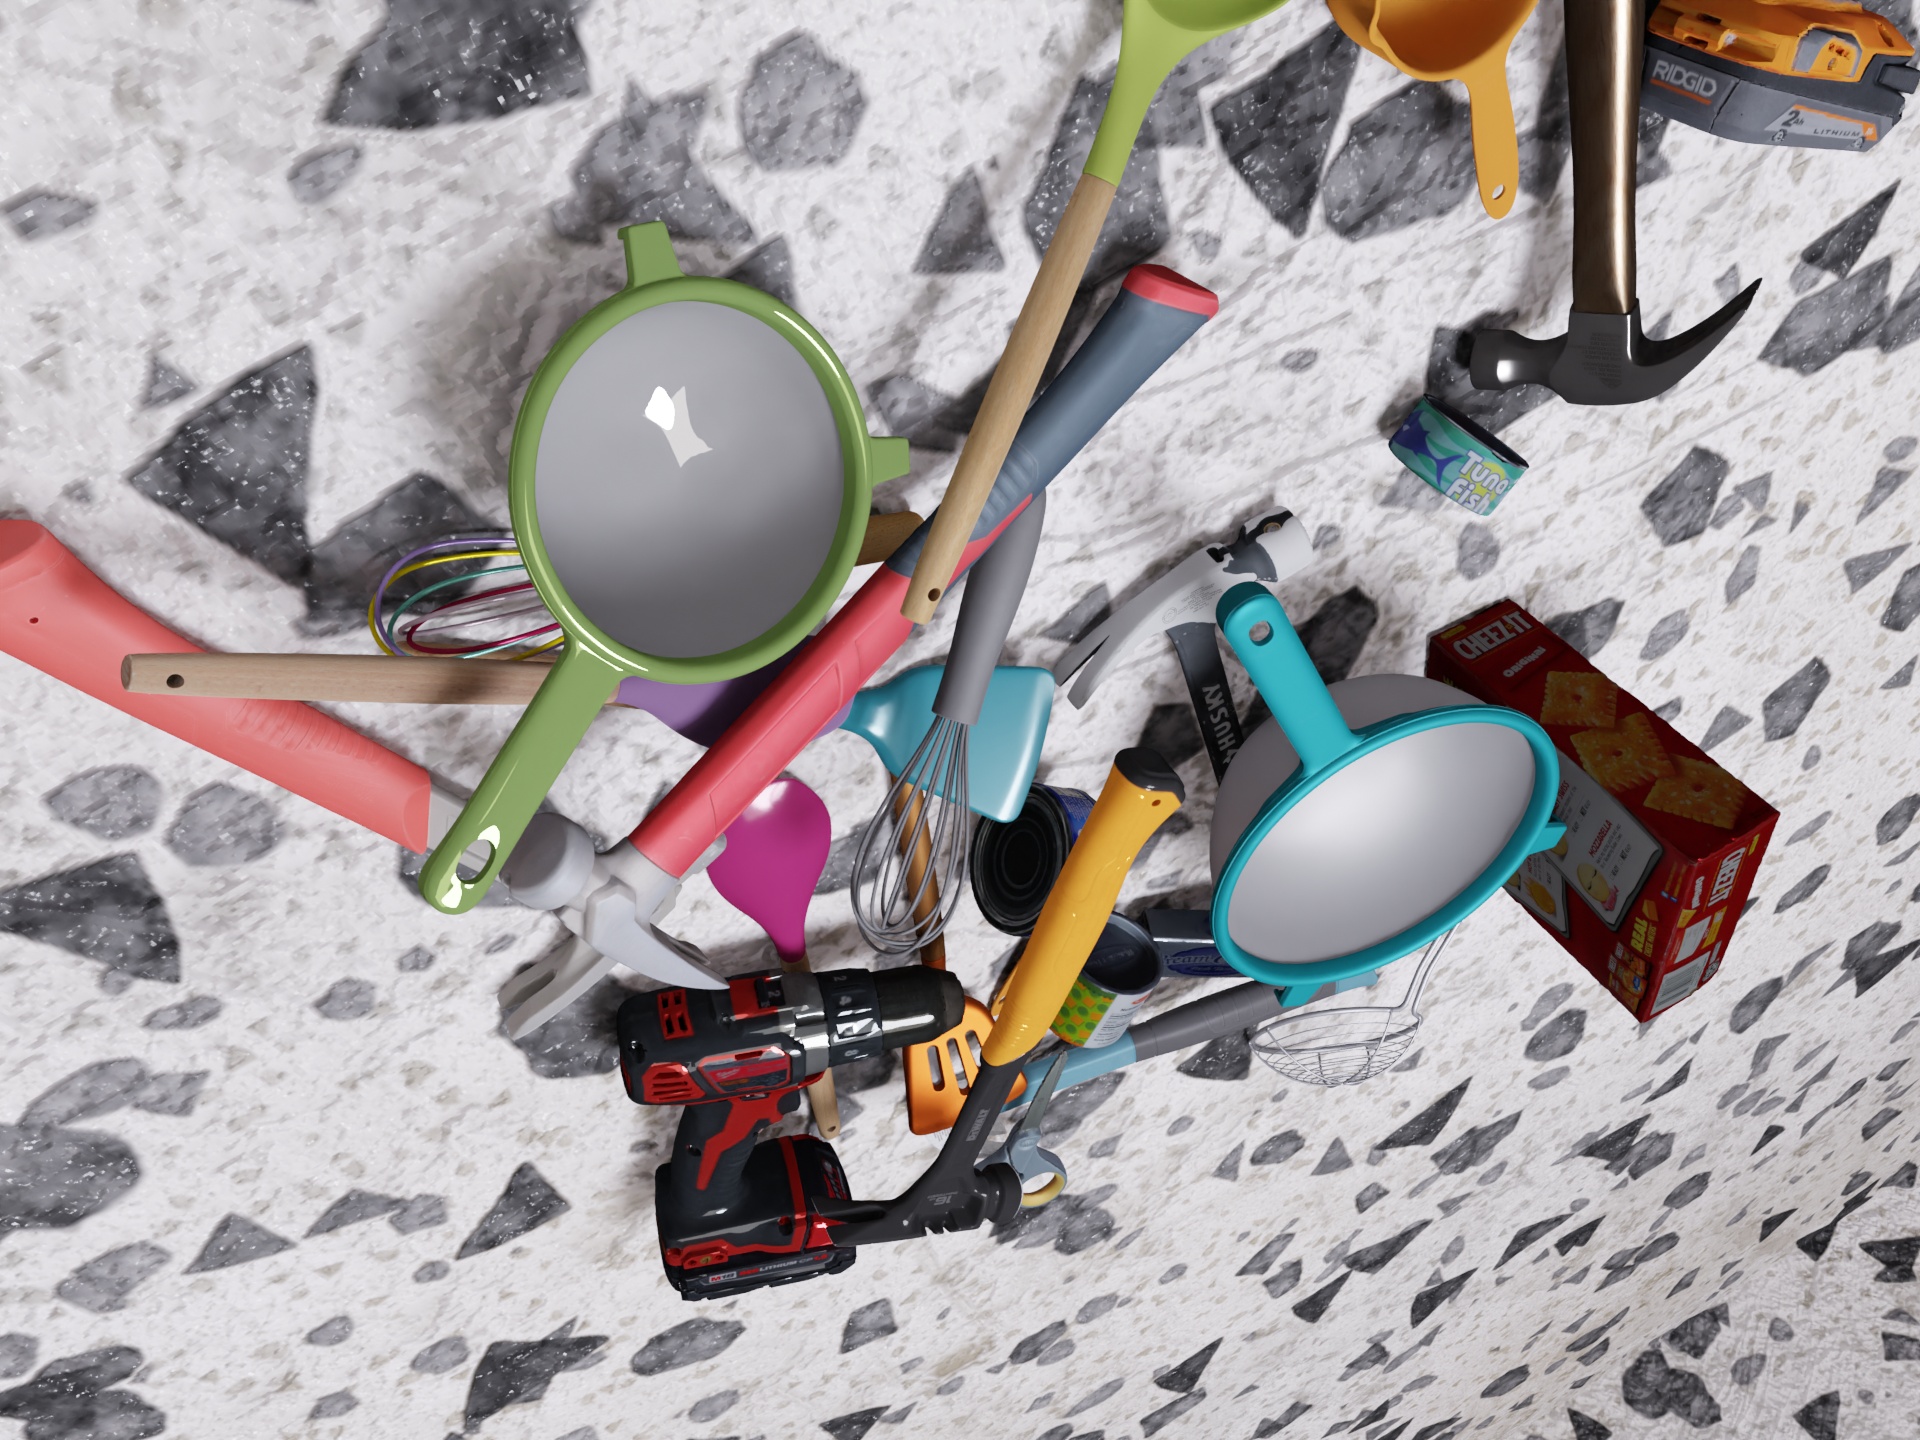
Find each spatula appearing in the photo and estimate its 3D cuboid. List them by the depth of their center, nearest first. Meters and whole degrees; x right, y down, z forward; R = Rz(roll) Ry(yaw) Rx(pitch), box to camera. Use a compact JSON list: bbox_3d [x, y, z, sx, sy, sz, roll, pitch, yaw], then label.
[{"bbox_3d":[-0.162,-0.013,0.634,0.315,0.018,0.059,1,114,-44],"label":"spatula"},{"bbox_3d":[-0.098,-0.008,0.733,0.317,0.044,0.082,7,103,-35],"label":"spatula"},{"bbox_3d":[-0.014,0.123,0.909,0.081,0.041,0.322,-19,134,-13],"label":"spatula"}]

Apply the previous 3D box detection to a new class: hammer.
[{"bbox_3d":[-0.261,0.030,0.668,0.149,0.037,0.358,-42,139,8],"label":"hammer"},{"bbox_3d":[0.283,-0.283,0.694,0.031,0.130,0.331,-53,140,-33],"label":"hammer"},{"bbox_3d":[-0.023,-0.044,0.700,0.386,0.038,0.143,-47,144,-3],"label":"hammer"},{"bbox_3d":[0.029,0.155,0.842,0.127,0.034,0.336,3,124,-33],"label":"hammer"},{"bbox_3d":[0.166,0.049,0.966,0.149,0.036,0.408,-30,139,-4],"label":"hammer"},{"bbox_3d":[0.127,0.214,1.069,0.331,0.033,0.128,-18,138,-8],"label":"hammer"}]

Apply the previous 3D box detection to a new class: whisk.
[{"bbox_3d":[-0.123,-0.058,0.672,0.245,0.047,0.051,-13,133,-27],"label":"whisk"},{"bbox_3d":[-0.001,-0.002,0.750,0.055,0.055,0.239,12,97,-40],"label":"whisk"}]

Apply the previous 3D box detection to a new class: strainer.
[{"bbox_3d":[-0.138,-0.048,0.605,0.151,0.069,0.256,36,80,-39],"label":"strainer"},{"bbox_3d":[0.189,0.013,0.849,0.211,0.095,0.340,-34,136,7],"label":"strainer"}]

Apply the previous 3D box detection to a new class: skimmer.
[{"bbox_3d":[0.339,0.122,1.151,0.127,0.090,0.363,17,108,-38],"label":"skimmer"}]

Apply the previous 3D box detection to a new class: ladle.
[{"bbox_3d":[0.049,-0.179,0.609,0.078,0.062,0.320,14,106,-37],"label":"ladle"}]

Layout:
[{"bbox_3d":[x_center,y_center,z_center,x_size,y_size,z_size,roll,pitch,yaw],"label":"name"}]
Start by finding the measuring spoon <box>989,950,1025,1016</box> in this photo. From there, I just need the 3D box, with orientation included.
[{"bbox_3d":[0.042,0.144,0.994,0.021,0.011,0.116,-8,137,-41],"label":"measuring spoon"}]

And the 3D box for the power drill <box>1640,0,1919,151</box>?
[{"bbox_3d":[0.404,-0.374,0.694,0.164,0.084,0.226,-8,128,-28],"label":"power drill"}]

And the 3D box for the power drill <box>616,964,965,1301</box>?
[{"bbox_3d":[-0.095,0.226,0.911,0.188,0.080,0.226,-7,131,-14],"label":"power drill"}]

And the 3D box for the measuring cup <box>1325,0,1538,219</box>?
[{"bbox_3d":[0.203,-0.286,0.665,0.095,0.052,0.173,-35,141,0],"label":"measuring cup"}]

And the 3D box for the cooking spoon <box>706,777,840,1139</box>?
[{"bbox_3d":[-0.091,0.147,0.901,0.068,0.017,0.318,-19,136,-14],"label":"cooking spoon"}]
